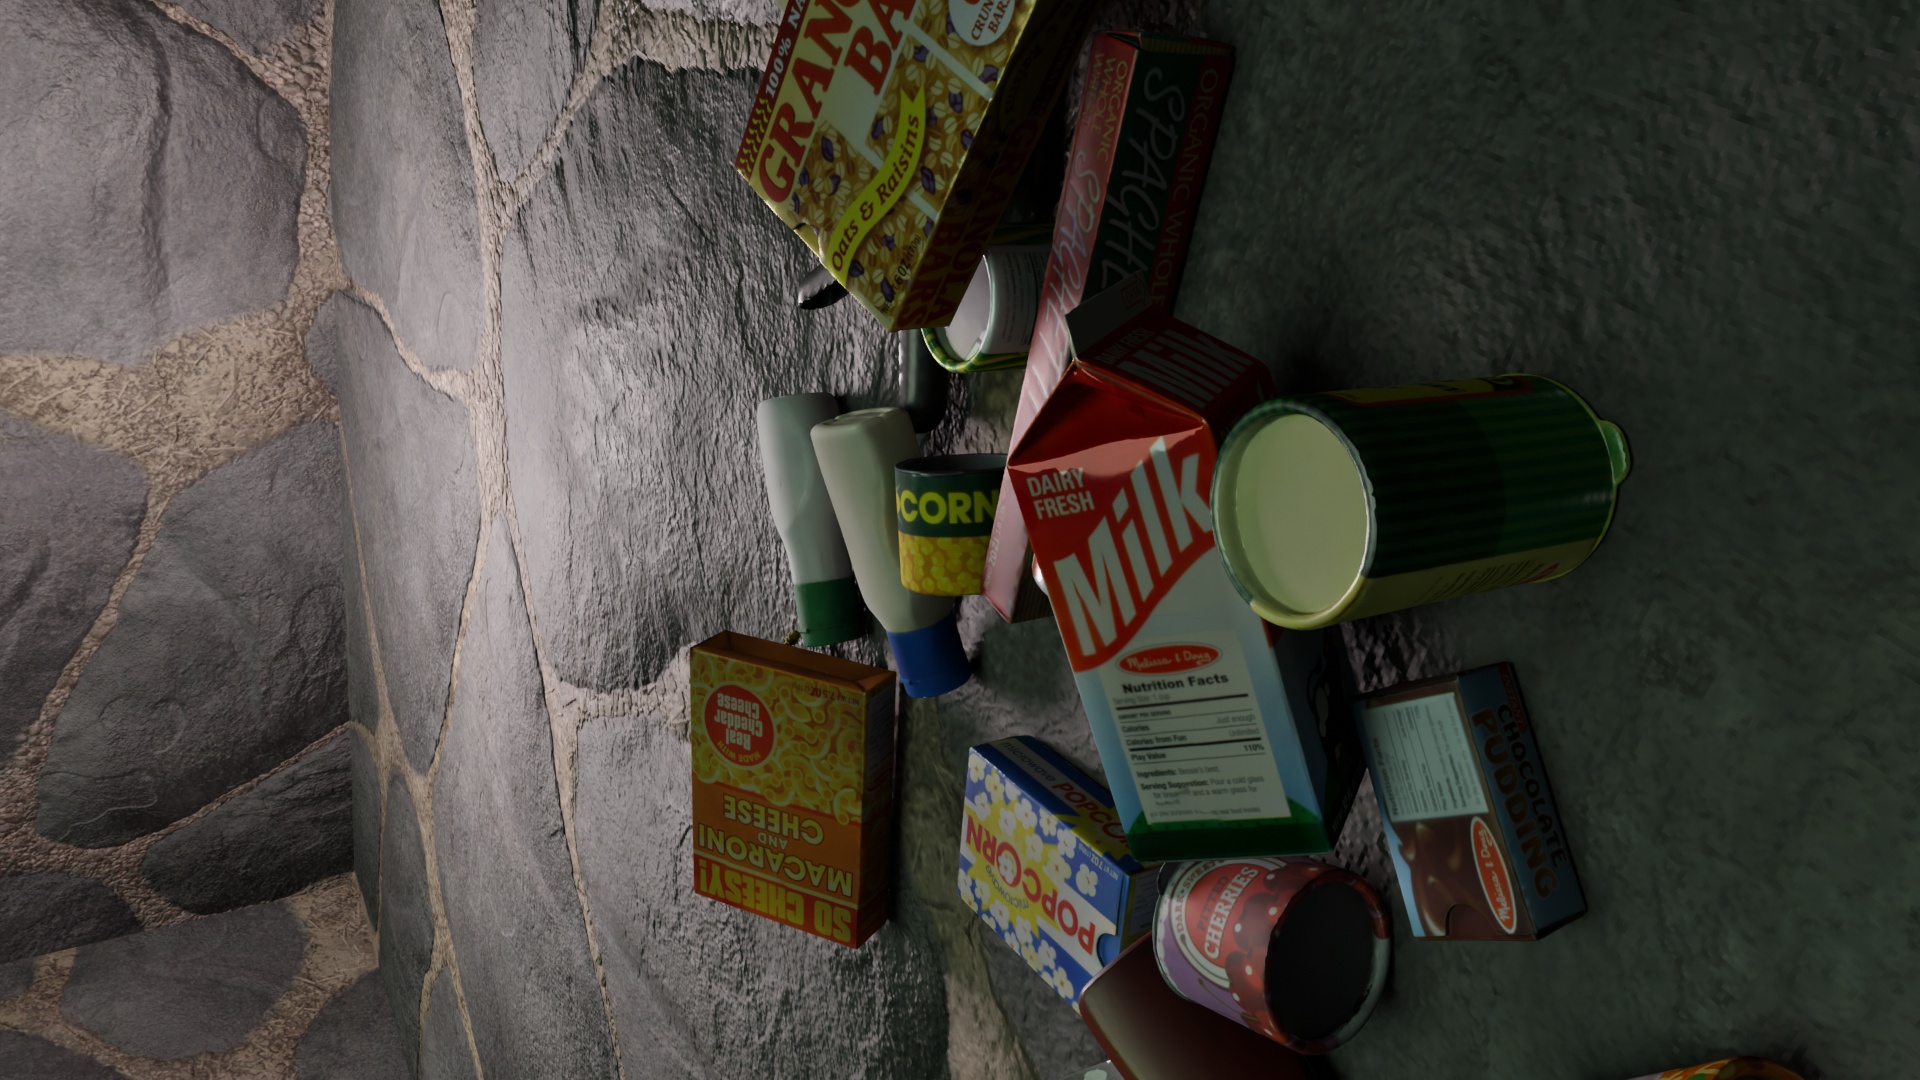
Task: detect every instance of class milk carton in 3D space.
[{"bbox_3d":[0.076,0.007,0.470,0.073,0.073,0.190,-11,105,31],"label":"milk carton"}]

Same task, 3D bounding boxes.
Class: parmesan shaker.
[{"bbox_3d":[0.134,-0.014,0.407,0.071,0.103,0.071,17,111,55],"label":"parmesan shaker"}]

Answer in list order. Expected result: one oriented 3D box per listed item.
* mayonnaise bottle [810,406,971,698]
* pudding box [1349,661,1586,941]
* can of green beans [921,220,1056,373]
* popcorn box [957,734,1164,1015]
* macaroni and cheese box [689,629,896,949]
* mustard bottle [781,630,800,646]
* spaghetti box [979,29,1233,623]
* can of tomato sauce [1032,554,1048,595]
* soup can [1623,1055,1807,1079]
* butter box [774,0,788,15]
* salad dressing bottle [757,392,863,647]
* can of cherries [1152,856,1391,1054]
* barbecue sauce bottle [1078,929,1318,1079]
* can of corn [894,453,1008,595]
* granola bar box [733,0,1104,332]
[{"bbox_3d":[-0.032,0.007,0.711,0.064,0.041,0.147,4,115,58],"label":"mayonnaise bottle"},{"bbox_3d":[0.163,0.086,0.452,0.049,0.030,0.084,-28,73,56],"label":"pudding box"},{"bbox_3d":[0.021,-0.108,0.613,0.071,0.058,0.071,19,112,56],"label":"can of green beans"},{"bbox_3d":[0.048,0.156,0.646,0.127,0.038,0.085,31,121,52],"label":"popcorn box"},{"bbox_3d":[-0.101,0.148,0.836,0.124,0.040,0.165,11,109,25],"label":"macaroni and cheese box"},{"bbox_3d":[-0.117,0.129,0.896,0.065,0.049,0.159,31,122,47],"label":"mustard bottle"},{"bbox_3d":[0.056,-0.080,0.570,0.029,0.050,0.248,42,130,45],"label":"spaghetti box"},{"bbox_3d":[0.068,-0.017,0.549,0.071,0.071,0.082,43,132,46],"label":"can of tomato sauce"},{"bbox_3d":[0.194,0.182,0.386,0.083,0.071,0.071,-48,57,51],"label":"soup can"},{"bbox_3d":[-0.059,-0.268,0.714,0.104,0.053,0.024,60,139,30],"label":"butter box"},{"bbox_3d":[-0.087,-0.012,0.824,0.064,0.044,0.147,-8,91,57],"label":"salad dressing bottle"},{"bbox_3d":[0.112,0.145,0.508,0.058,0.072,0.071,6,102,58],"label":"can of cherries"},{"bbox_3d":[0.113,0.221,0.537,0.149,0.065,0.043,49,165,30],"label":"barbecue sauce bottle"},{"bbox_3d":[0.002,-0.008,0.654,0.071,0.071,0.058,13,108,57],"label":"can of corn"},{"bbox_3d":[-0.023,-0.186,0.558,0.124,0.039,0.164,49,131,25],"label":"granola bar box"}]
